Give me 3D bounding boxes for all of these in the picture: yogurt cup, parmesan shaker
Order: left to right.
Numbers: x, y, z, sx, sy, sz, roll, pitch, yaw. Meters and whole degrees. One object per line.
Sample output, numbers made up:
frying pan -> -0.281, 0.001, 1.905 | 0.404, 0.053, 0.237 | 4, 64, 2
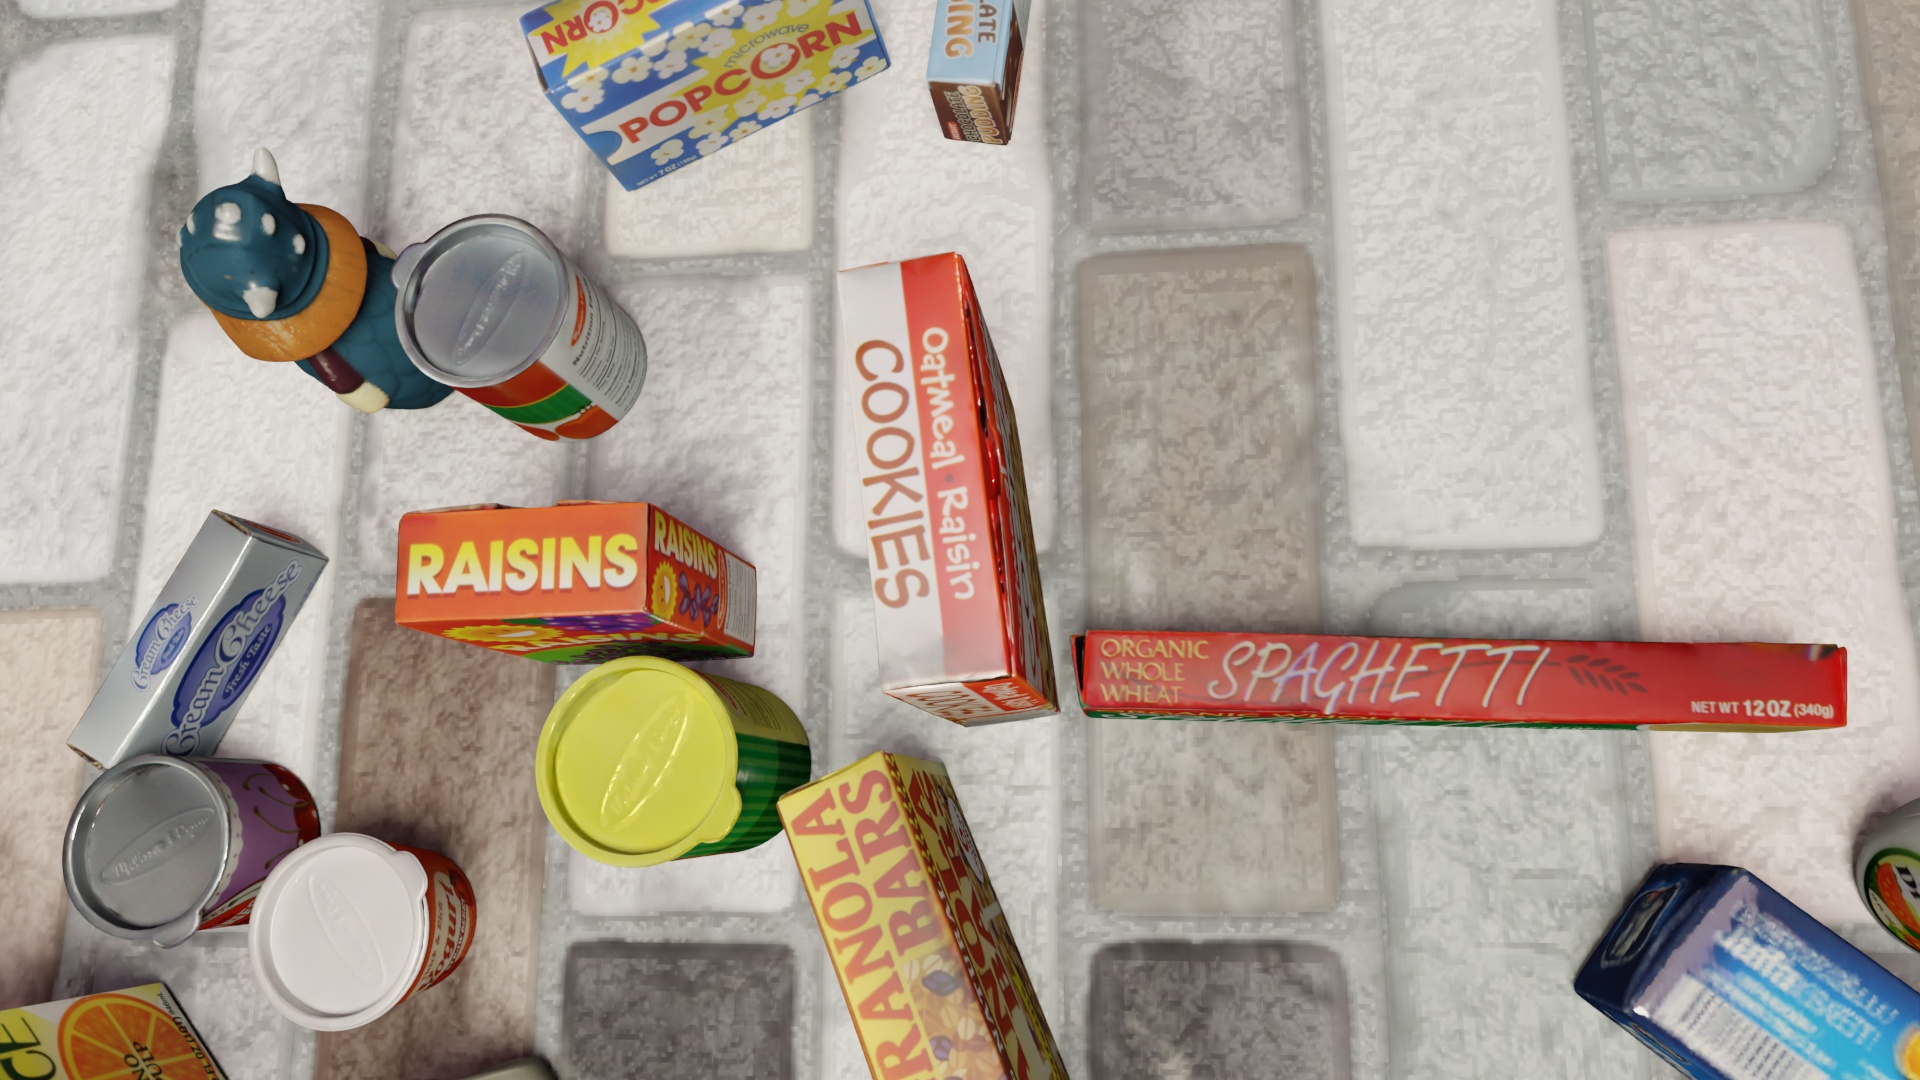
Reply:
yogurt cup -> -0.218, 0.143, 0.516 | 0.072, 0.054, 0.072 | -1, 79, 8
parmesan shaker -> -0.093, 0.080, 0.486 | 0.071, 0.103, 0.071 | -2, 79, 8

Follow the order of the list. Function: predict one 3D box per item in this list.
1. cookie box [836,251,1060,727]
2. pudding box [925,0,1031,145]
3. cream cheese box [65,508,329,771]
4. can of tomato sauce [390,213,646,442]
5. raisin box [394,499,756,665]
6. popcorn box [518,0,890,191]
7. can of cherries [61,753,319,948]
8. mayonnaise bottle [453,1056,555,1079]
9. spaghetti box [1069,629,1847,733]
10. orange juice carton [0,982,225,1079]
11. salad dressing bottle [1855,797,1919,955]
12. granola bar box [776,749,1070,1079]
cookie box -> 0.002, -0.006, 0.458 | 0.040, 0.167, 0.123 | -9, 78, 6
pudding box -> 0.009, -0.209, 0.559 | 0.030, 0.049, 0.084 | 6, 80, 9
cream cheese box -> -0.298, 0.042, 0.548 | 0.024, 0.053, 0.104 | 28, 84, 12
can of tomato sauce -> -0.169, -0.080, 0.540 | 0.071, 0.083, 0.071 | -2, 79, 8
raisin box -> -0.130, 0.018, 0.494 | 0.086, 0.123, 0.040 | -2, 79, 8
popcorn box -> -0.097, -0.198, 0.553 | 0.127, 0.085, 0.038 | -25, 77, 2
can of cherries -> -0.290, 0.118, 0.528 | 0.071, 0.058, 0.071 | -1, 79, 8
mayonnaise bottle -> -0.184, 0.205, 0.450 | 0.065, 0.148, 0.041 | -30, 77, 1
spaghetti box -> 0.164, 0.049, 0.484 | 0.250, 0.050, 0.029 | 0, 79, 8
orange juice carton -> -0.331, 0.205, 0.447 | 0.073, 0.192, 0.072 | -42, 77, -1
salad dressing bottle -> 0.319, 0.104, 0.402 | 0.044, 0.147, 0.064 | -36, 77, 0
granola bar box -> -0.001, 0.154, 0.448 | 0.039, 0.124, 0.166 | -23, 77, 3
